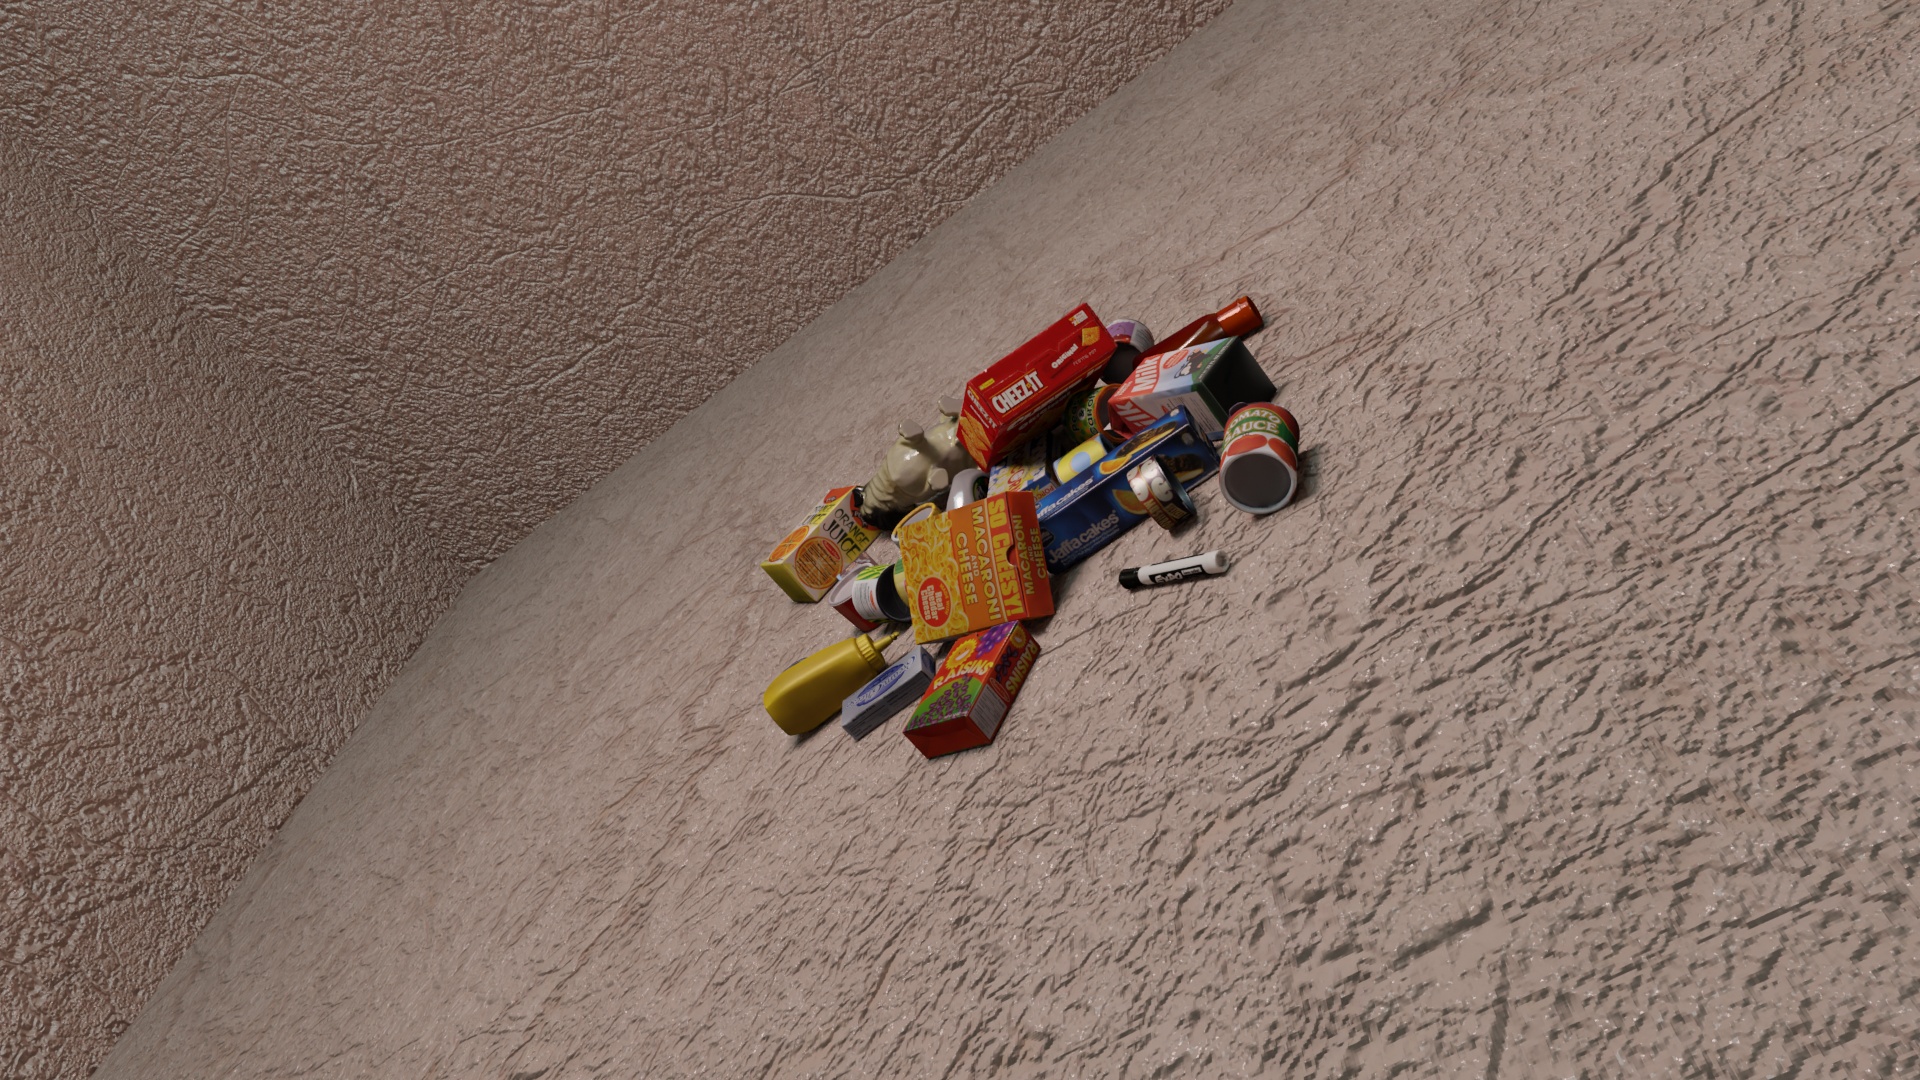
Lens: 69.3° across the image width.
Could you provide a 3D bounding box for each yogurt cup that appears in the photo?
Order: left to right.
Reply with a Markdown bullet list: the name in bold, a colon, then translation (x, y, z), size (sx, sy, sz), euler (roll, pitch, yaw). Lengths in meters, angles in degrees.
- **yogurt cup**: translation (-0.111, 0.068, 1.598), size (0.072, 0.054, 0.073), euler (-35, 20, 15)

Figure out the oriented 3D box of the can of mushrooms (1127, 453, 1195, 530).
- **can of mushrooms**: translation (0.186, -0.043, 1.283), size (0.033, 0.071, 0.071), euler (-35, 20, 15)

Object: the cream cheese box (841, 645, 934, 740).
- **cream cheese box**: translation (-0.072, 0.153, 1.391), size (0.103, 0.024, 0.053), euler (-36, 21, 11)

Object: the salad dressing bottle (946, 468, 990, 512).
- **salad dressing bottle**: translation (0.006, -0.020, 1.574), size (0.044, 0.064, 0.148), euler (-9, 39, 18)

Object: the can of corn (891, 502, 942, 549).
- **can of corn**: translation (-0.036, -0.003, 1.611), size (0.071, 0.058, 0.071), euler (-35, 20, 15)

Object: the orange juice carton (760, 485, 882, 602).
- **orange juice carton**: translation (-0.167, -0.010, 1.839), size (0.193, 0.073, 0.071), euler (-49, 21, -24)

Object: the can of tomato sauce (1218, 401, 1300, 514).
- **can of tomato sauce**: translation (0.259, -0.073, 1.207), size (0.071, 0.071, 0.083), euler (-29, 23, 30)

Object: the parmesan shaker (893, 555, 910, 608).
- **parmesan shaker**: translation (-0.009, 0.033, 1.473), size (0.103, 0.071, 0.072), euler (-20, 27, 36)

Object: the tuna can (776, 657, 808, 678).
- **tuna can**: translation (-0.179, 0.164, 1.546), size (0.071, 0.032, 0.071), euler (-35, 20, 15)

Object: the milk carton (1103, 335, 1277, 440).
- **milk carton**: translation (0.223, -0.147, 1.426), size (0.072, 0.073, 0.190), euler (-49, 21, -24)

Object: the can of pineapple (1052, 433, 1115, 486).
- **can of pineapple**: translation (0.136, -0.070, 1.426), size (0.057, 0.071, 0.071), euler (-33, 20, 16)

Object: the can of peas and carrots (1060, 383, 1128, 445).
- **can of peas and carrots**: translation (0.156, -0.137, 1.533), size (0.071, 0.071, 0.058), euler (-50, 22, -25)

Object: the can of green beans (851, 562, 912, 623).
- **can of green beans**: translation (-0.079, 0.059, 1.543), size (0.071, 0.071, 0.057), euler (-50, 21, -26)

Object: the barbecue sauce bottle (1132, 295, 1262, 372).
- **barbecue sauce bottle**: translation (0.265, -0.221, 1.555), size (0.148, 0.043, 0.065), euler (-30, 22, 25)

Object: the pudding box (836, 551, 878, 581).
- **pudding box**: translation (-0.117, 0.047, 1.691), size (0.050, 0.030, 0.084), euler (-43, 19, -4)

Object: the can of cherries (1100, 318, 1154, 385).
- **can of cherries**: translation (0.193, -0.220, 1.650), size (0.071, 0.071, 0.059), euler (-29, 23, 29)

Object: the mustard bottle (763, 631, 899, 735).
- **mustard bottle**: translation (-0.130, 0.142, 1.468), size (0.160, 0.065, 0.049), euler (-33, 25, 3)

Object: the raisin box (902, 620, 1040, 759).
- **raisin box**: translation (0.011, 0.134, 1.259), size (0.086, 0.040, 0.124), euler (-22, 26, 43)

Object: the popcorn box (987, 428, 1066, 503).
- **popcorn box**: translation (0.075, -0.067, 1.575), size (0.085, 0.038, 0.127), euler (-33, 21, 20)

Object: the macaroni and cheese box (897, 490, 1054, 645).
- **macaroni and cheese box**: translation (0.012, 0.030, 1.368), size (0.040, 0.124, 0.166), euler (-2, -11, -42)
